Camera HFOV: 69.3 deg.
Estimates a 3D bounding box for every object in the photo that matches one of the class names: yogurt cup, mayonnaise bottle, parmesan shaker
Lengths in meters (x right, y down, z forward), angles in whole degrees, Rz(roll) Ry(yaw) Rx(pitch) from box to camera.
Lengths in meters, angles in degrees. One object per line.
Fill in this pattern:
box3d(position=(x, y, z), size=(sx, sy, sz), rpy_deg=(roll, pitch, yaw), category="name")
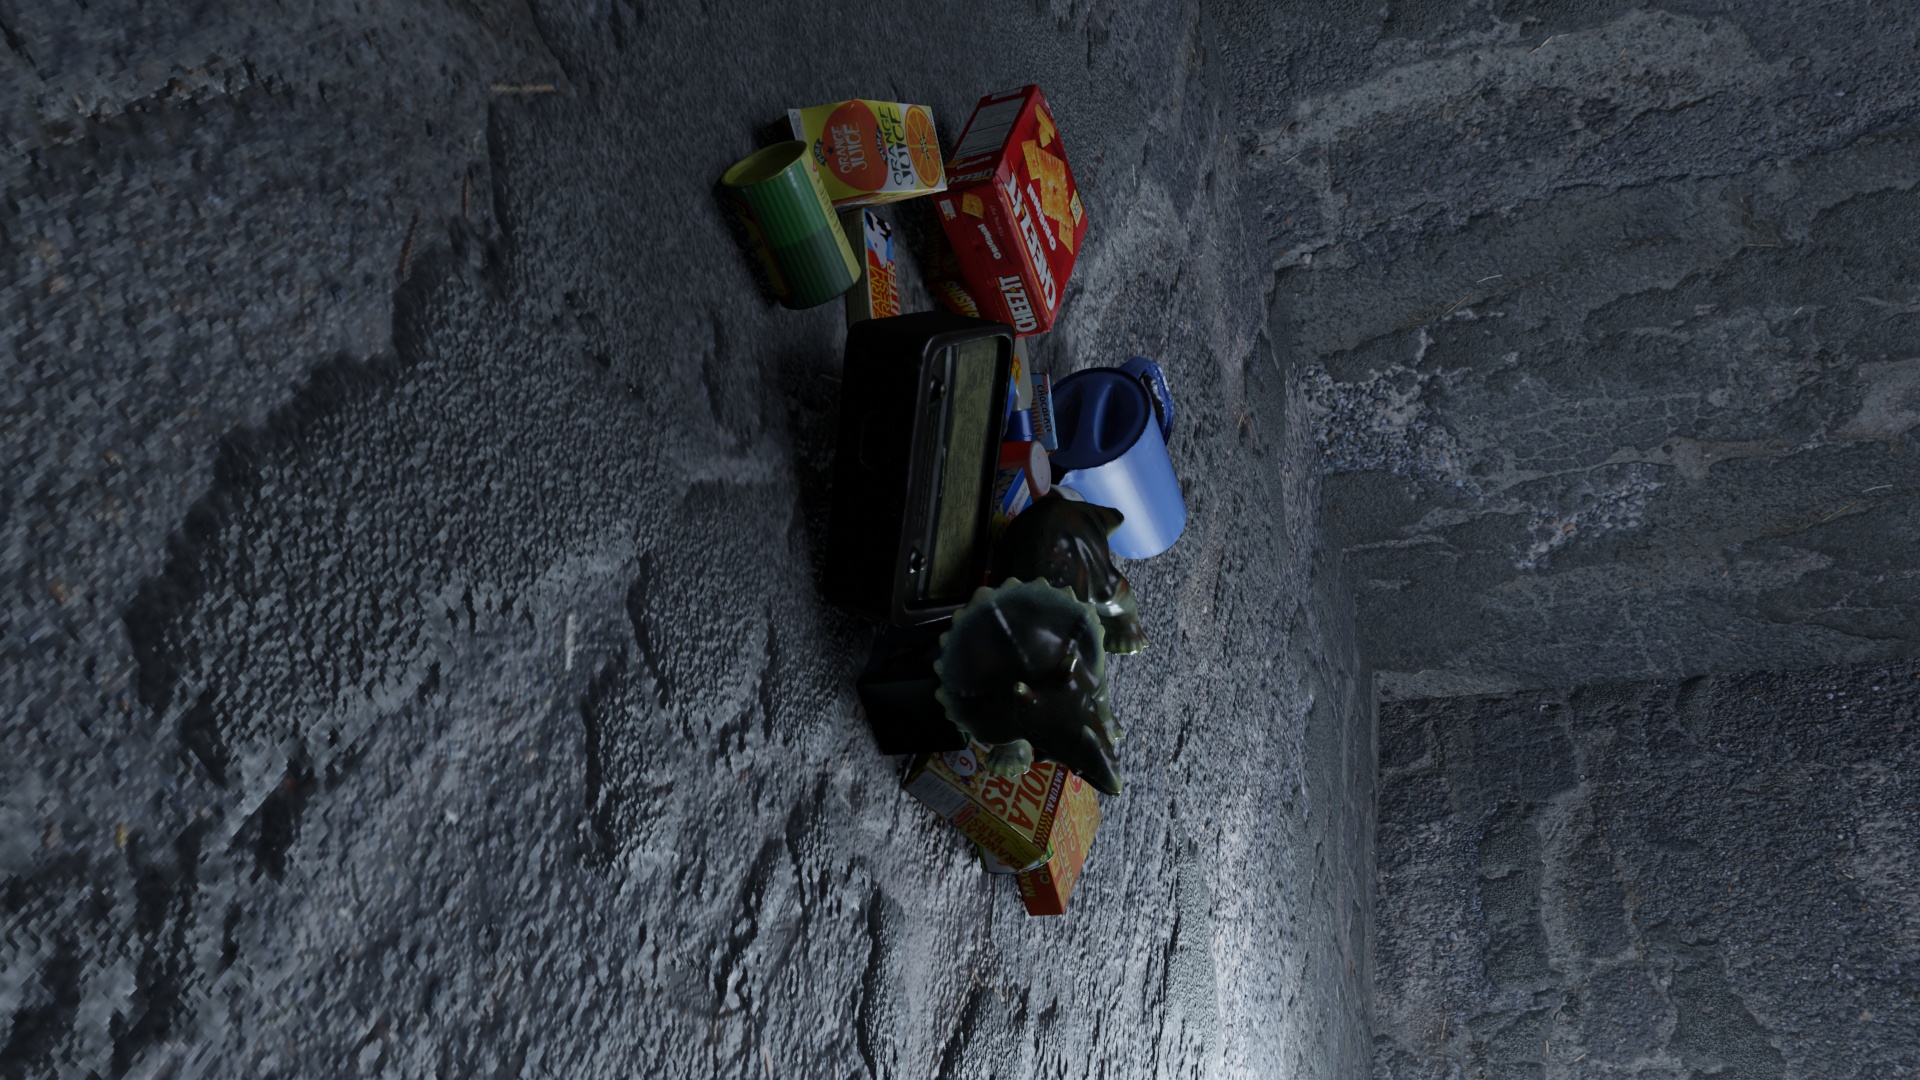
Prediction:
box3d(position=(0.055, -0.068, 1.372), size=(0.072, 0.054, 0.072), rpy_deg=(-10, 91, -66), category="yogurt cup")
box3d(position=(0.048, -0.167, 1.408), size=(0.065, 0.041, 0.148), rpy_deg=(-16, 98, -67), category="mayonnaise bottle")
box3d(position=(-0.121, -0.225, 1.000), size=(0.072, 0.071, 0.102), rpy_deg=(-70, 145, -48), category="parmesan shaker")

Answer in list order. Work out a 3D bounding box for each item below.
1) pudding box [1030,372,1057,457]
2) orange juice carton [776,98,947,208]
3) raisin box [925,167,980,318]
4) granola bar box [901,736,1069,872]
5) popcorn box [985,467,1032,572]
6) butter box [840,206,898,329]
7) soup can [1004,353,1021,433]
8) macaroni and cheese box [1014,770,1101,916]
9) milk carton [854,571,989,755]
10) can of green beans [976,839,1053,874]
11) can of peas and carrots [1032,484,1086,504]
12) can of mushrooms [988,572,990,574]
box3d(position=(0.079, -0.130, 1.456), size=(0.049, 0.030, 0.083), rpy_deg=(140, -56, -80), category="pudding box")
box3d(position=(-0.084, -0.306, 1.108), size=(0.193, 0.073, 0.071), rpy_deg=(-34, 114, -64), category="orange juice carton")
box3d(position=(0.000, -0.285, 1.339), size=(0.086, 0.040, 0.124), rpy_deg=(37, 48, -60), category="raisin box")
box3d(position=(0.032, 0.179, 1.174), size=(0.124, 0.039, 0.166), rpy_deg=(38, 36, -9), category="granola bar box")
box3d(position=(0.004, -0.015, 1.196), size=(0.127, 0.085, 0.038), rpy_deg=(-60, 137, -56), category="popcorn box")
box3d(position=(-0.075, -0.220, 1.160), size=(0.053, 0.024, 0.103), rpy_deg=(12, 71, -65), category="butter box")
box3d(position=(0.018, -0.140, 1.294), size=(0.084, 0.071, 0.071), rpy_deg=(-75, 148, -44), category="soup can")
box3d(position=(0.089, 0.265, 1.352), size=(0.167, 0.040, 0.123), rpy_deg=(-50, 128, -61), category="macaroni and cheese box")
box3d(position=(-0.013, 0.087, 1.135), size=(0.191, 0.073, 0.072), rpy_deg=(-61, 138, -56), category="milk carton")
box3d(position=(0.044, 0.253, 1.219), size=(0.071, 0.071, 0.057), rpy_deg=(-28, 107, -66), category="can of green beans")
box3d(position=(0.093, -0.023, 1.430), size=(0.059, 0.071, 0.071), rpy_deg=(5, 77, -66), category="can of peas and carrots")
box3d(position=(0.052, 0.045, 1.352), size=(0.071, 0.033, 0.071), rpy_deg=(-9, 91, -67), category="can of mushrooms")
